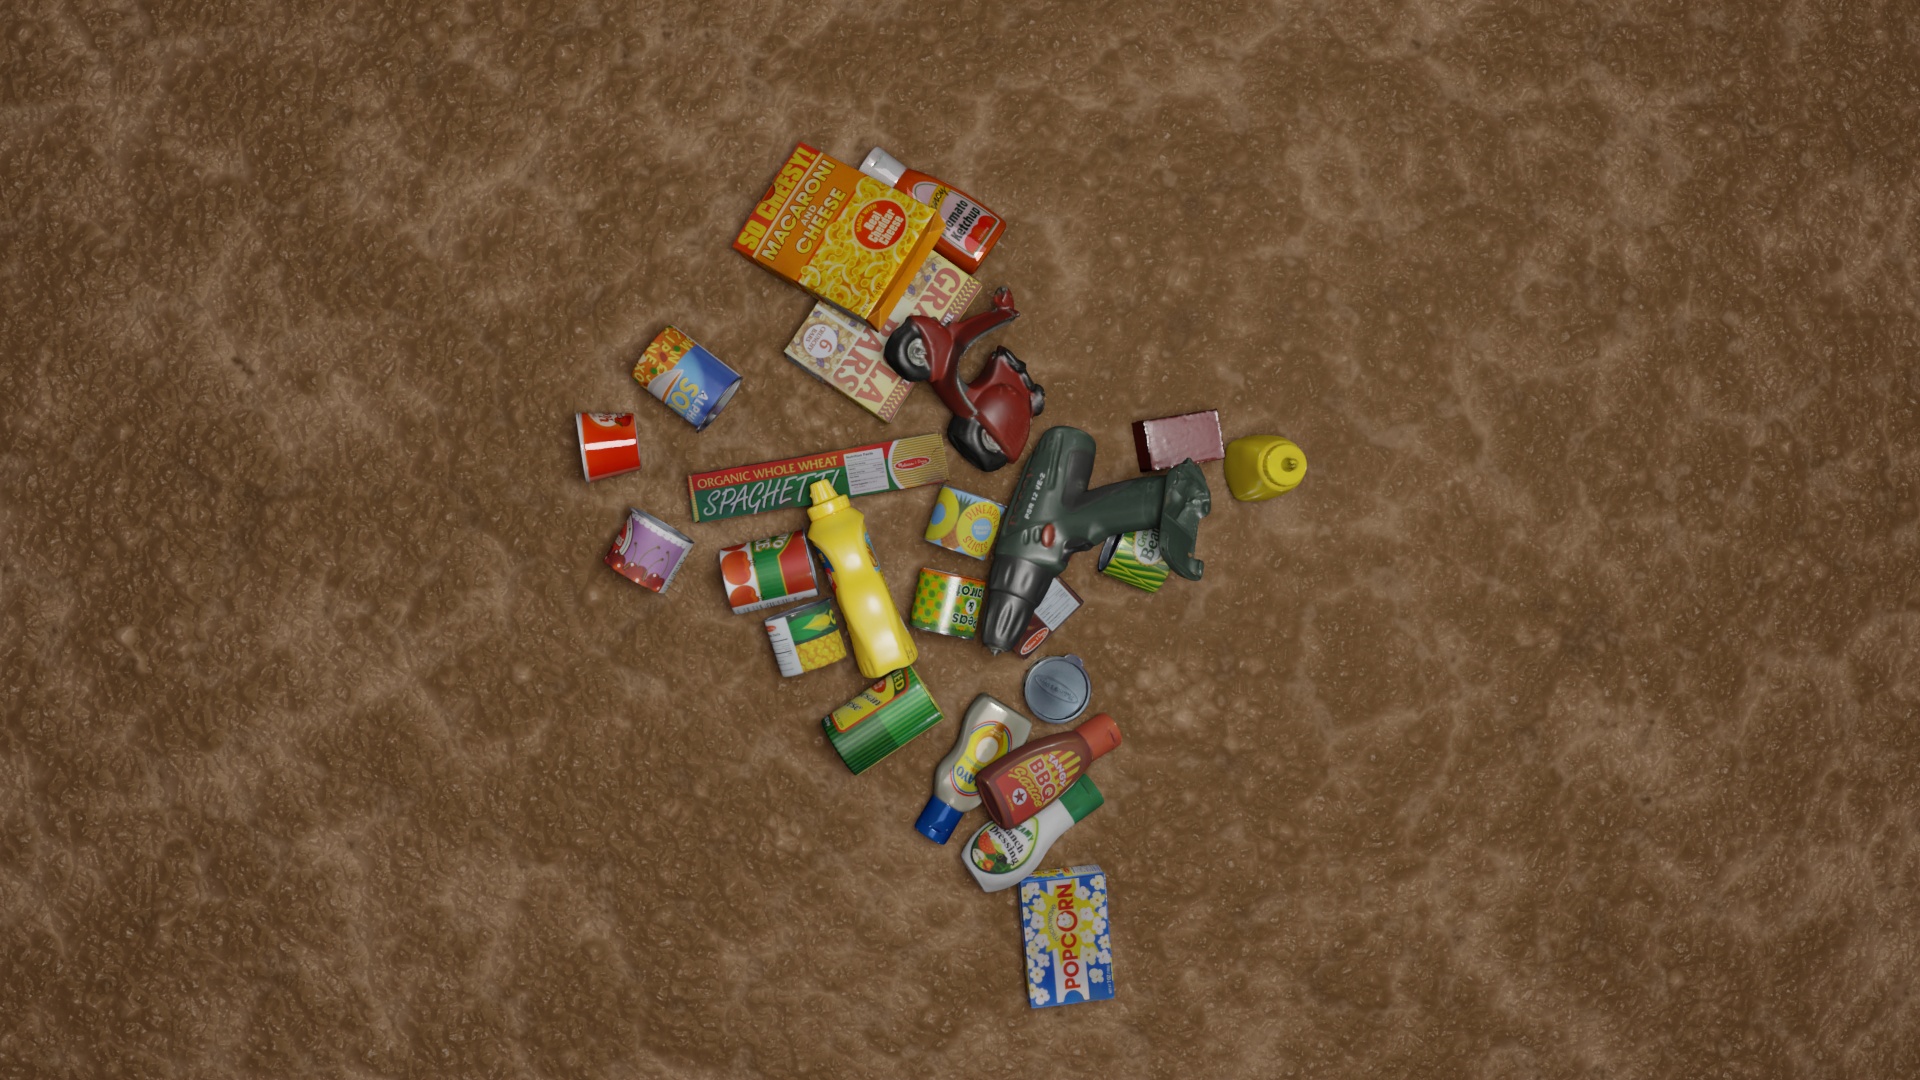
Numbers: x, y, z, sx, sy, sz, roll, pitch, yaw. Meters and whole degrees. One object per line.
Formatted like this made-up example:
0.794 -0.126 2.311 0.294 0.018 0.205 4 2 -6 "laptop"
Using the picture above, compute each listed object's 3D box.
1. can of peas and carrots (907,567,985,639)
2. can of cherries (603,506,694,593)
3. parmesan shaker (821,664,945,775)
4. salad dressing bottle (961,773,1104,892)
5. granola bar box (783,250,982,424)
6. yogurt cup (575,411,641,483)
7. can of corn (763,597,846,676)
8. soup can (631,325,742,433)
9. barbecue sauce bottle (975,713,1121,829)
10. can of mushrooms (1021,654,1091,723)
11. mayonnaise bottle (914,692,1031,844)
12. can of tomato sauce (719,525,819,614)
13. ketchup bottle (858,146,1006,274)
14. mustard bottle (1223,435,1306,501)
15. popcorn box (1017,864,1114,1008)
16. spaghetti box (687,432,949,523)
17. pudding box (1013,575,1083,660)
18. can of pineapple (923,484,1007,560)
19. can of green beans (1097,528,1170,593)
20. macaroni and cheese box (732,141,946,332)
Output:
-0.011 0.061 1.347 0.071 0.071 0.058 12 89 -5 "can of peas and carrots"
-0.299 0.009 1.321 0.071 0.071 0.058 31 89 -5 "can of cherries"
-0.075 0.173 1.341 0.103 0.071 0.071 -33 93 -4 "parmesan shaker"
0.072 0.285 1.366 0.148 0.043 0.064 -34 58 -10 "salad dressing bottle"
-0.075 -0.215 1.355 0.124 0.039 0.165 34 88 -5 "granola bar box"
-0.334 -0.091 1.320 0.054 0.072 0.072 -8 91 -13 "yogurt cup"
-0.147 0.093 1.337 0.071 0.071 0.058 -18 93 -5 "can of corn"
-0.262 -0.153 1.323 0.084 0.071 0.071 37 87 -4 "soup can"
0.089 0.219 1.353 0.149 0.043 0.064 -28 103 -23 "barbecue sauce bottle"
0.096 0.144 1.376 0.071 0.033 0.071 0 90 -5 "can of mushrooms"
0.008 0.226 1.364 0.065 0.041 0.148 32 87 -9 "mayonnaise bottle"
-0.183 0.028 1.333 0.083 0.071 0.071 -14 92 -4 "can of tomato sauce"
-0.031 -0.326 1.356 0.149 0.043 0.065 35 76 -4 "ketchup bottle"
0.296 -0.070 1.330 0.049 0.160 0.065 -9 93 -6 "mustard bottle"
0.103 0.390 1.375 0.085 0.038 0.126 -5 90 -6 "popcorn box"
-0.138 -0.061 1.355 0.250 0.028 0.050 -10 91 -5 "spaghetti box"
0.075 0.072 1.375 0.084 0.030 0.049 -44 95 -4 "pudding box"
0.005 -0.017 1.348 0.071 0.071 0.058 19 90 -5 "can of pineapple"
0.175 0.012 1.366 0.058 0.071 0.071 23 89 -5 "can of green beans"
-0.116 -0.290 1.318 0.167 0.040 0.124 31 86 20 "macaroni and cheese box"
